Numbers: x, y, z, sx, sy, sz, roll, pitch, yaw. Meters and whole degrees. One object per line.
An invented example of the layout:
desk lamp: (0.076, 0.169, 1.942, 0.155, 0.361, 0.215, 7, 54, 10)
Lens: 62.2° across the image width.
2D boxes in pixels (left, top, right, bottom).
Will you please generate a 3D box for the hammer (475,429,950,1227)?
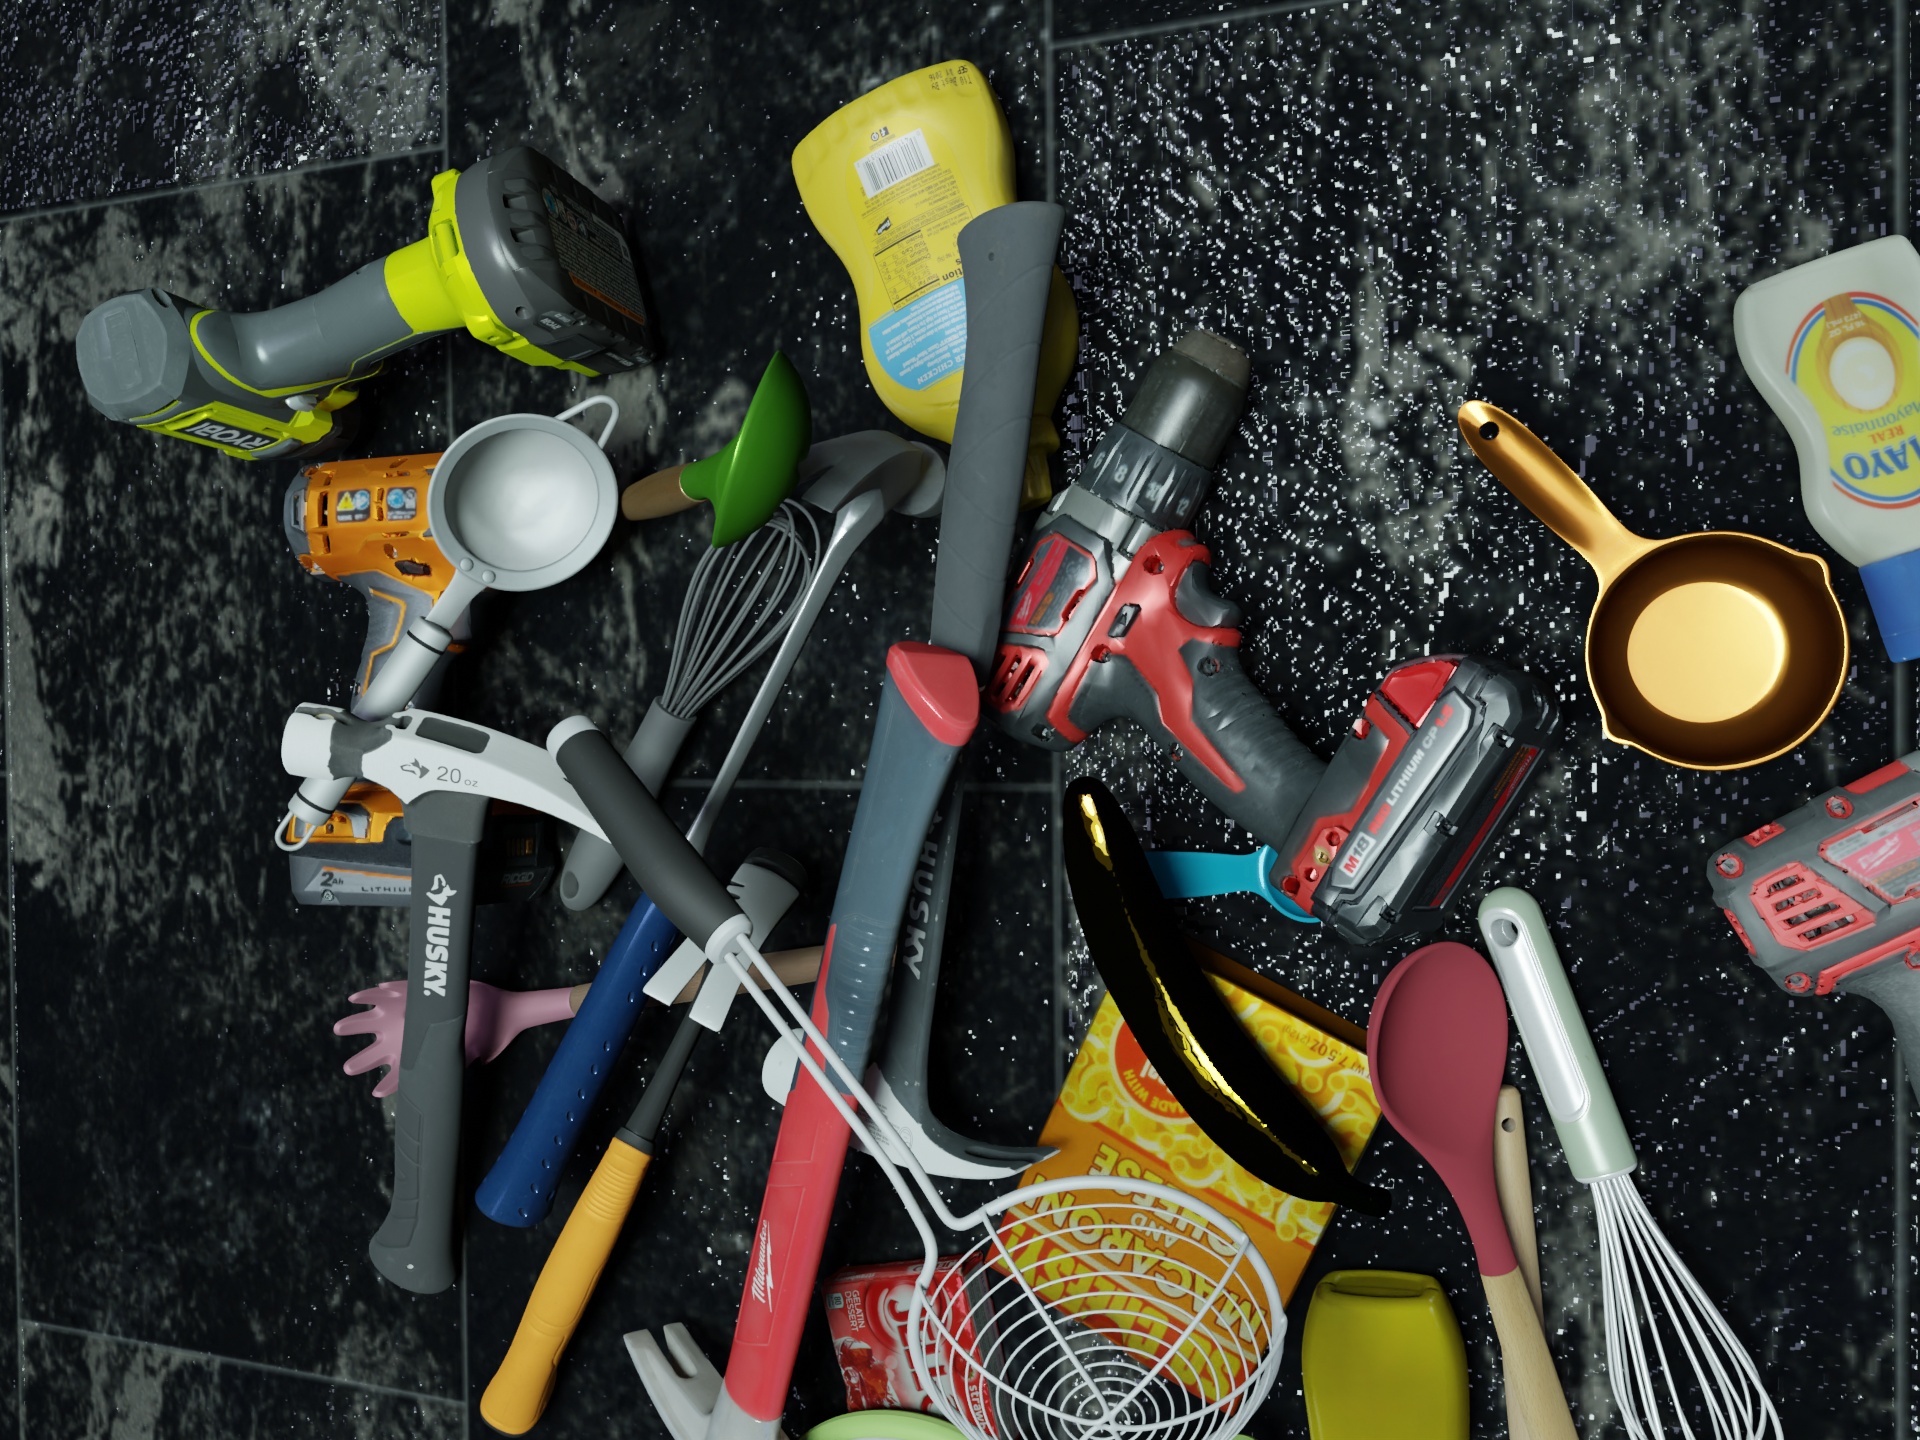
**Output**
hammer: (-0.122, 0.055, 0.709, 0.035, 0.144, 0.405, 31, 102, 12)

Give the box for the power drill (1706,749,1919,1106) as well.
power drill: (0.382, 0.111, 0.552, 0.143, 0.078, 0.220, -33, 77, 18)

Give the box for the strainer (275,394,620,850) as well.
strainer: (-0.242, -0.048, 0.735, 0.258, 0.086, 0.050, -55, 39, 1)

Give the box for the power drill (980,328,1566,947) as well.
power drill: (0.122, -0.036, 0.637, 0.227, 0.080, 0.188, 36, 103, 30)

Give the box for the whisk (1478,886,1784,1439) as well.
whisk: (0.253, 0.183, 0.618, 0.058, 0.059, 0.246, -28, 76, 45)

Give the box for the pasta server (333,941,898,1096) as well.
pasta server: (-0.171, 0.138, 0.787, 0.316, 0.040, 0.060, -12, 93, 20)

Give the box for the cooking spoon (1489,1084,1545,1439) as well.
cooking spoon: (0.232, 0.307, 0.642, 0.069, 0.017, 0.319, -5, 89, 9)

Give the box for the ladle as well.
ladle: (0.219, 0.238, 0.619, 0.069, 0.031, 0.315, -18, 91, -22)

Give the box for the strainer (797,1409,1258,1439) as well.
strainer: (0.015, 0.364, 0.679, 0.256, 0.069, 0.151, -30, 96, 25)

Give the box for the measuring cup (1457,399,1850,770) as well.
measuring cup: (0.255, -0.057, 0.609, 0.095, 0.052, 0.174, -44, 74, 16)

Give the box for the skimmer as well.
skimmer: (-0.035, 0.125, 0.600, 0.364, 0.090, 0.127, 46, 110, 27)

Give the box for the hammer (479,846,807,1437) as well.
hammer: (-0.161, 0.218, 0.738, 0.034, 0.127, 0.336, 27, 113, 1)

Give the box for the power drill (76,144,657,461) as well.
power drill: (-0.269, -0.183, 0.759, 0.223, 0.171, 0.080, -16, 86, 12)

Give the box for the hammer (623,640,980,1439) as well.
hammer: (-0.066, 0.150, 0.674, 0.143, 0.038, 0.386, 29, 110, 48)

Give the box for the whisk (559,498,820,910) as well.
whisk: (-0.136, -0.002, 0.769, 0.055, 0.055, 0.239, 37, 108, 17)

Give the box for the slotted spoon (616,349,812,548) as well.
slotted spoon: (-0.111, -0.098, 0.651, 0.031, 0.314, 0.070, 20, 86, -21)

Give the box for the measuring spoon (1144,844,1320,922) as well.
measuring spoon: (0.112, 0.066, 0.689, 0.128, 0.021, 0.042, -4, 84, 30)

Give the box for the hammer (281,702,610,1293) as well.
hammer: (-0.246, 0.149, 0.762, 0.146, 0.035, 0.334, 10, 118, -6)

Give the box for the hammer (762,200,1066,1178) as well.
hammer: (-0.001, -0.002, 0.656, 0.149, 0.036, 0.409, 18, 107, 37)

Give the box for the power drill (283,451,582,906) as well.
power drill: (-0.257, -0.022, 0.796, 0.164, 0.084, 0.226, -1, 87, 20)
